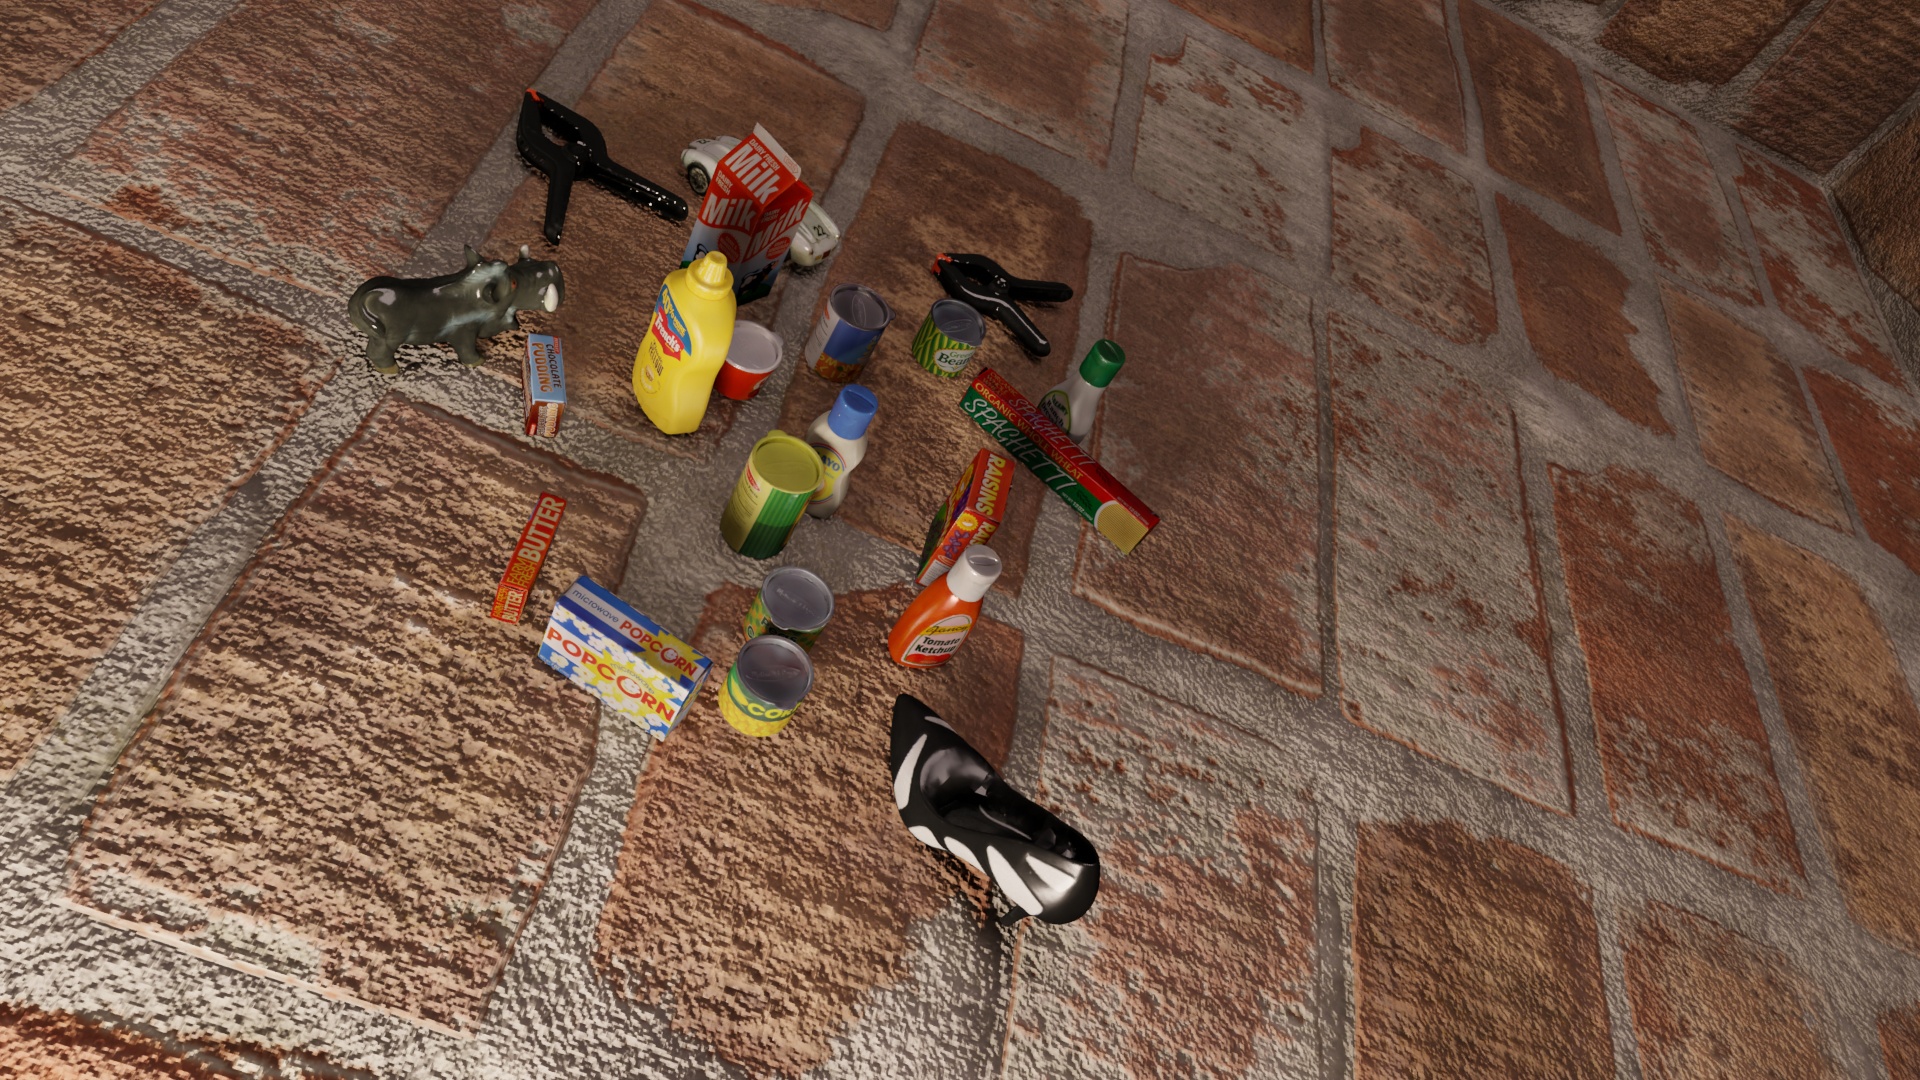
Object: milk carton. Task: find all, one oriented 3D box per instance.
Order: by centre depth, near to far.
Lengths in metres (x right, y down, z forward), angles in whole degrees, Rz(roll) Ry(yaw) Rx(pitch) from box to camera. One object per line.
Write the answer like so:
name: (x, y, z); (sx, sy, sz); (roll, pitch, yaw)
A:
milk carton: (-0.212, -0.326, 1.402); (0.072, 0.189, 0.074); (47, 47, 12)

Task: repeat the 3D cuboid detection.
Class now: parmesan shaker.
parmesan shaker: (-0.172, -0.041, 1.253); (0.071, 0.102, 0.072); (15, 48, -18)

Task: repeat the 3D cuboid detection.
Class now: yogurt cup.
yogurt cup: (-0.216, -0.176, 1.373); (0.072, 0.053, 0.073); (15, 48, -18)

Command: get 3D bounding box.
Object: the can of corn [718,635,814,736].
can of corn: (-0.162, 0.124, 1.156); (0.071, 0.058, 0.071); (15, 48, -18)

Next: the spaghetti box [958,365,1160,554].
spaghetti box: (0.103, -0.086, 1.481); (0.250, 0.050, 0.029); (42, 46, 8)

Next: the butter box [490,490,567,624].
butter box: (-0.354, 0.014, 1.141); (0.024, 0.052, 0.104); (21, 47, -13)

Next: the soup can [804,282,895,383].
soup can: (-0.115, -0.213, 1.439); (0.071, 0.083, 0.072); (15, 48, -18)

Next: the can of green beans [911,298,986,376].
can of green beans: (-0.013, -0.222, 1.521); (0.071, 0.057, 0.071); (15, 48, -18)

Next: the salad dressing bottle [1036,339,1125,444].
salad dressing bottle: (0.125, -0.153, 1.480); (0.044, 0.147, 0.064); (-11, 61, -35)

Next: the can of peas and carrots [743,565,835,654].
can of peas and carrots: (-0.151, 0.067, 1.208); (0.071, 0.058, 0.071); (15, 48, -18)

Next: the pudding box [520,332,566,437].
pudding box: (-0.378, -0.141, 1.257); (0.030, 0.049, 0.084); (4, 53, -27)

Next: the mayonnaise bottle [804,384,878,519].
mayonnaise bottle: (-0.119, -0.084, 1.286); (0.065, 0.147, 0.041); (31, 45, -4)

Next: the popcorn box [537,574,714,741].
popcorn box: (-0.267, 0.094, 1.103); (0.127, 0.084, 0.038); (34, 45, 0)

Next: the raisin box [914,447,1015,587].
raisin box: (0.005, -0.017, 1.318); (0.040, 0.122, 0.086); (25, 46, -10)

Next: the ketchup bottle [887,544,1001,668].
ketchup bottle: (-0.010, 0.059, 1.230); (0.065, 0.148, 0.044); (3, 53, -27)
